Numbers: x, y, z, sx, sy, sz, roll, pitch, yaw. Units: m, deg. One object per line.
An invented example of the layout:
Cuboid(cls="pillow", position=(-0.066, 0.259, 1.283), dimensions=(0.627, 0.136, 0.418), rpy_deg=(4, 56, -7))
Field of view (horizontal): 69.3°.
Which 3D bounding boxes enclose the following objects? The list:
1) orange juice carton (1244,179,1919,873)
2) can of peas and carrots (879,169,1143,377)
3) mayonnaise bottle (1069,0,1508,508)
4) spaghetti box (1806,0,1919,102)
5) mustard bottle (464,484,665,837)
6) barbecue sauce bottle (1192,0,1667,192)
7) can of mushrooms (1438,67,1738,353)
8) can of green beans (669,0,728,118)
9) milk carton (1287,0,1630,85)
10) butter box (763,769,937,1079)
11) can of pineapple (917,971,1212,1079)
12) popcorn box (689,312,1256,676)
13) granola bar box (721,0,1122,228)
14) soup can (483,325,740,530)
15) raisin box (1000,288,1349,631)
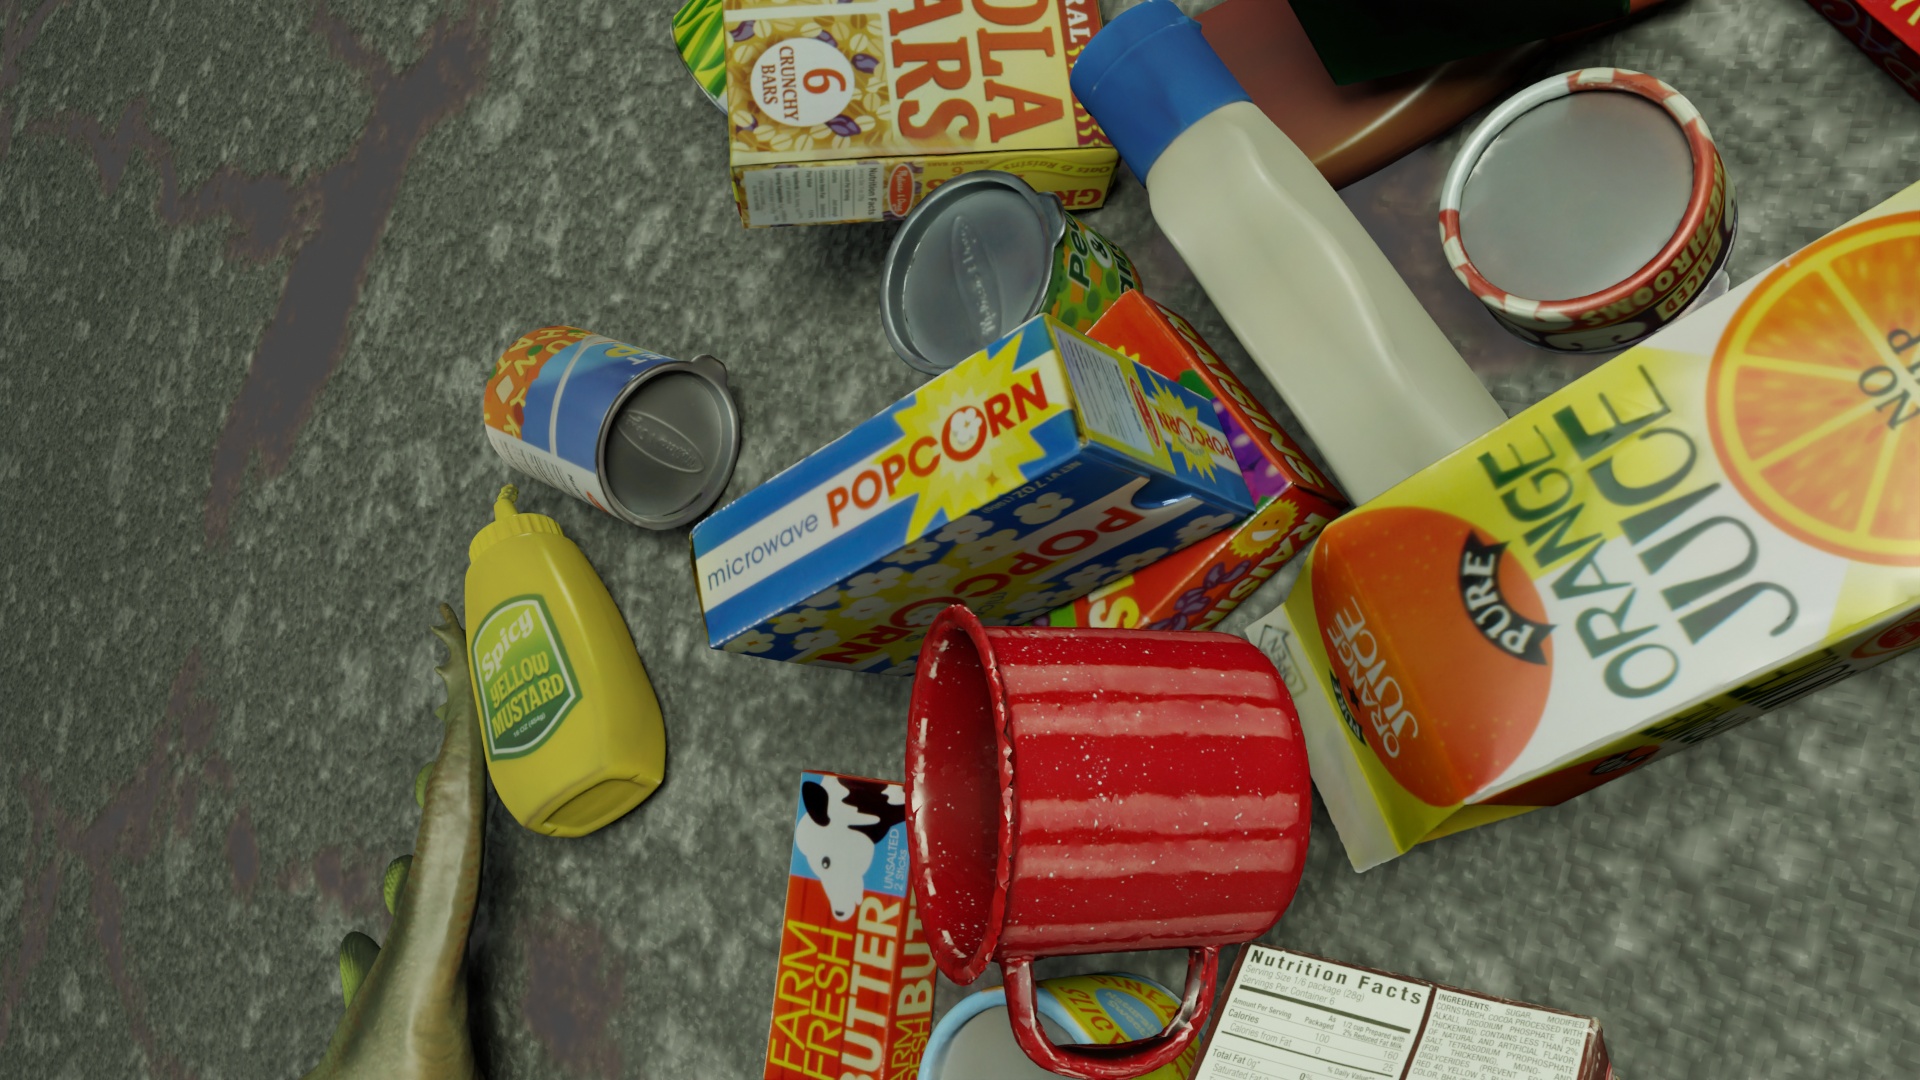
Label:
Cuboid(cls="orange juice carton", position=(0.156, 0.006, 0.312), dimensions=(0.192, 0.073, 0.072), rpy_deg=(-34, 62, 27))
Cuboid(cls="can of peas and carrots", position=(0.019, -0.078, 0.445), dimensions=(0.071, 0.059, 0.071), rpy_deg=(-9, 74, 35))
Cuboid(cls="mayonnaise bottle", position=(0.084, -0.076, 0.369), dimensions=(0.041, 0.065, 0.148), rpy_deg=(-40, 77, 29))
Cuboid(cls="spaghetti box", position=(0.213, -0.169, 0.338), dimensions=(0.050, 0.029, 0.251), rpy_deg=(-40, 58, 24))
Cuboid(cls="mustard bottle", position=(-0.170, 0.039, 0.565), dimensions=(0.065, 0.048, 0.161), rpy_deg=(-35, 60, 13))
Cuboid(cls="barbecue sauce bottle", position=(0.123, -0.140, 0.390), dimensions=(0.148, 0.044, 0.065), rpy_deg=(-17, 77, 33))
Cuboid(cls="can of mushrooms", position=(0.161, -0.082, 0.355), dimensions=(0.071, 0.033, 0.071), rpy_deg=(-10, 73, 35))
Cuboid(cls="can of green beans", position=(-0.067, -0.195, 0.533), dimensions=(0.057, 0.071, 0.071), rpy_deg=(-36, 60, 25))
Cuboid(cls="milk carton", position=(0.119, -0.221, 0.346), dimensions=(0.073, 0.072, 0.191), rpy_deg=(-5, 69, 32))
Cuboid(cls="butter box", position=(-0.033, 0.130, 0.457), dimensions=(0.053, 0.024, 0.103), rpy_deg=(-1, 79, 38))
Cuboid(cls="can of pineapple", position=(0.031, 0.153, 0.382), dimensions=(0.071, 0.058, 0.071), rpy_deg=(-10, 74, 35))
Cuboid(cls="popcorn box", position=(0.001, -0.005, 0.373), dimensions=(0.126, 0.085, 0.038), rpy_deg=(-28, 64, 30))
Cuboid(cls="granola bar box", position=(-0.019, -0.190, 0.469), dimensions=(0.124, 0.039, 0.166), rpy_deg=(-4, 72, -6))
Cuboid(cls="soup can", position=(-0.138, -0.049, 0.554), dimensions=(0.084, 0.071, 0.071), rpy_deg=(21, 92, 39))
Cuboid(cls="raisin box", position=(0.041, -0.001, 0.423), dimensions=(0.123, 0.040, 0.086), rpy_deg=(-46, 56, 21))
